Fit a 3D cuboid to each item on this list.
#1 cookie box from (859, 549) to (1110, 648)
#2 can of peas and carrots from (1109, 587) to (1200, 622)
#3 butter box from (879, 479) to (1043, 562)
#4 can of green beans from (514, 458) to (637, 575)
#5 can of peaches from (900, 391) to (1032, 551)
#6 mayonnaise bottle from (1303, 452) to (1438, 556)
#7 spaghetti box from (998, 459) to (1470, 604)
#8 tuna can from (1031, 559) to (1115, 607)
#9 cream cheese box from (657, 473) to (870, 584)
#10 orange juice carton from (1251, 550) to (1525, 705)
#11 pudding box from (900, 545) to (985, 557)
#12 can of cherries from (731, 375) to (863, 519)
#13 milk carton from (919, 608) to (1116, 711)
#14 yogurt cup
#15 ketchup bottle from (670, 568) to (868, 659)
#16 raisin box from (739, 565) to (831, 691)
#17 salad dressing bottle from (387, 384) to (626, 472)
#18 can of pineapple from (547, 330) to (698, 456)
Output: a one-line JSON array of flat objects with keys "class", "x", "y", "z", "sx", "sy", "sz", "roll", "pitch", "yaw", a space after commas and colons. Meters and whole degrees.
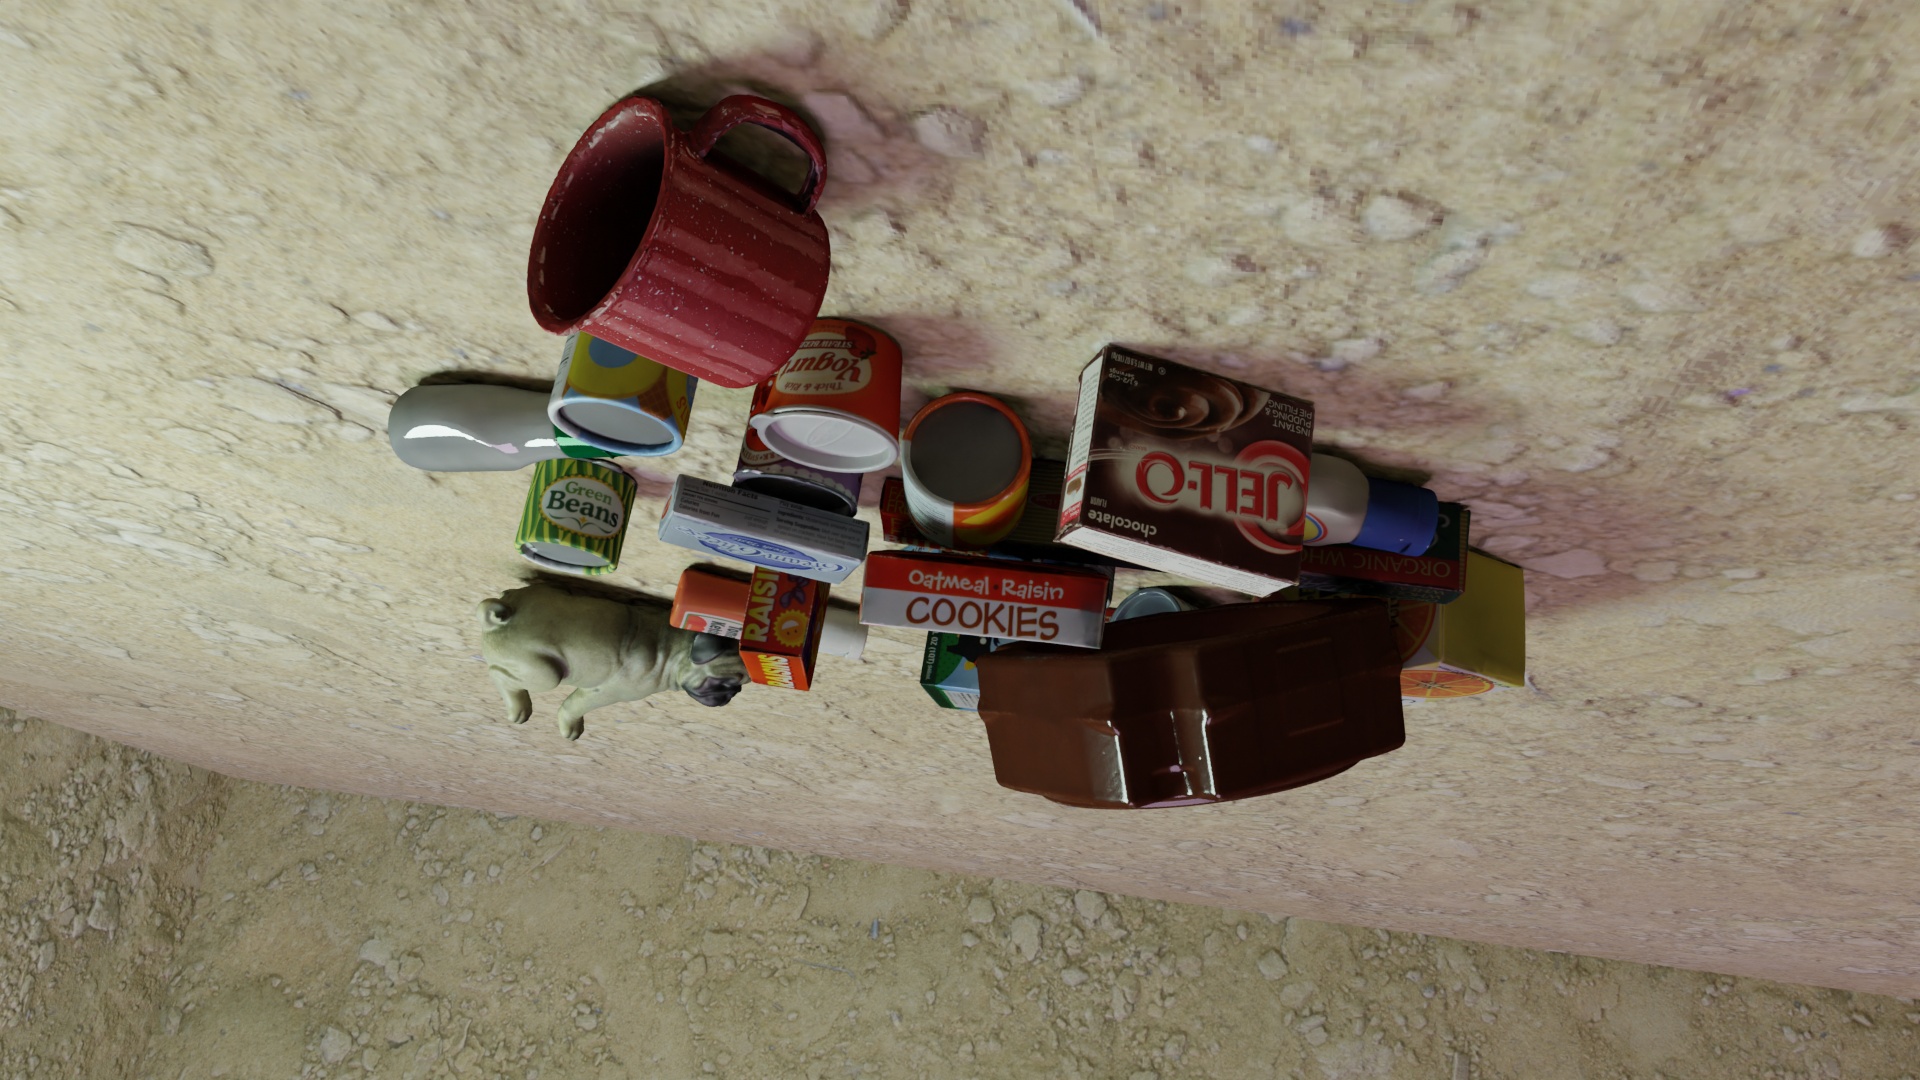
[{"class": "cookie box", "x": 0.014, "y": 0.028, "z": 0.770, "sx": 0.123, "sy": 0.040, "sz": 0.167, "roll": 5, "pitch": 180, "yaw": 2}, {"class": "can of peas and carrots", "x": 0.141, "y": 0.074, "z": 0.951, "sx": 0.071, "sy": 0.071, "sz": 0.058, "roll": -11, "pitch": 152, "yaw": 44}, {"class": "butter box", "x": 0.003, "y": -0.011, "z": 0.843, "sx": 0.103, "sy": 0.024, "sz": 0.053, "roll": 9, "pitch": 161, "yaw": 1}, {"class": "can of green beans", "x": -0.246, "y": -0.015, "z": 0.889, "sx": 0.071, "sy": 0.058, "sz": 0.071, "roll": 8, "pitch": 160, "yaw": 3}, {"class": "can of peaches", "x": 0.005, "y": -0.037, "z": 0.713, "sx": 0.071, "sy": 0.071, "sz": 0.058, "roll": 8, "pitch": 160, "yaw": 3}, {"class": "mayonnaise bottle", "x": 0.167, "y": -0.022, "z": 0.713, "sx": 0.148, "sy": 0.041, "sz": 0.064, "roll": 11, "pitch": 158, "yaw": -3}, {"class": "spaghetti box", "x": 0.146, "y": -0.005, "z": 0.758, "sx": 0.250, "sy": 0.050, "sz": 0.028, "roll": 7, "pitch": 162, "yaw": 6}, {"class": "tuna can", "x": 0.064, "y": 0.022, "z": 0.895, "sx": 0.071, "sy": 0.033, "sz": 0.071, "roll": 7, "pitch": 160, "yaw": 3}, {"class": "cream cheese box", "x": -0.103, "y": -0.005, "z": 0.729, "sx": 0.104, "sy": 0.024, "sz": 0.053, "roll": 15, "pitch": 161, "yaw": -15}, {"class": "orange juice carton", "x": 0.248, "y": 0.062, "z": 0.864, "sx": 0.072, "sy": 0.073, "sz": 0.192, "roll": 16, "pitch": 160, "yaw": -28}, {"class": "pudding box", "x": -0.011, "y": 0.020, "z": 0.926, "sx": 0.049, "sy": 0.030, "sz": 0.083, "roll": 20, "pitch": 158, "yaw": -25}, {"class": "can of cherries", "x": -0.083, "y": -0.048, "z": 0.726, "sx": 0.071, "sy": 0.058, "sz": 0.071, "roll": 9, "pitch": 161, "yaw": 3}, {"class": "milk carton", "x": 0.074, "y": 0.091, "z": 1.026, "sx": 0.190, "sy": 0.072, "sz": 0.073, "roll": 5, "pitch": 160, "yaw": 14}, {"class": "yogurt cup", "x": -0.059, "y": -0.069, "z": 0.662, "sx": 0.072, "sy": 0.054, "sz": 0.072, "roll": 8, "pitch": 160, "yaw": 3}, {"class": "ketchup bottle", "x": -0.147, "y": 0.059, "z": 1.075, "sx": 0.149, "sy": 0.044, "sz": 0.064, "roll": 13, "pitch": 160, "yaw": -14}, {"class": "raisin box", "x": -0.098, "y": 0.019, "z": 0.822, "sx": 0.040, "sy": 0.124, "sz": 0.086, "roll": 9, "pitch": 160, "yaw": -1}, {"class": "salad dressing bottle", "x": -0.248, "y": -0.064, "z": 0.779, "sx": 0.147, "sy": 0.044, "sz": 0.064, "roll": 0, "pitch": 157, "yaw": 20}, {"class": "can of pineapple", "x": -0.159, "y": -0.079, "z": 0.673, "sx": 0.071, "sy": 0.058, "sz": 0.070, "roll": 8, "pitch": 160, "yaw": 3}]
